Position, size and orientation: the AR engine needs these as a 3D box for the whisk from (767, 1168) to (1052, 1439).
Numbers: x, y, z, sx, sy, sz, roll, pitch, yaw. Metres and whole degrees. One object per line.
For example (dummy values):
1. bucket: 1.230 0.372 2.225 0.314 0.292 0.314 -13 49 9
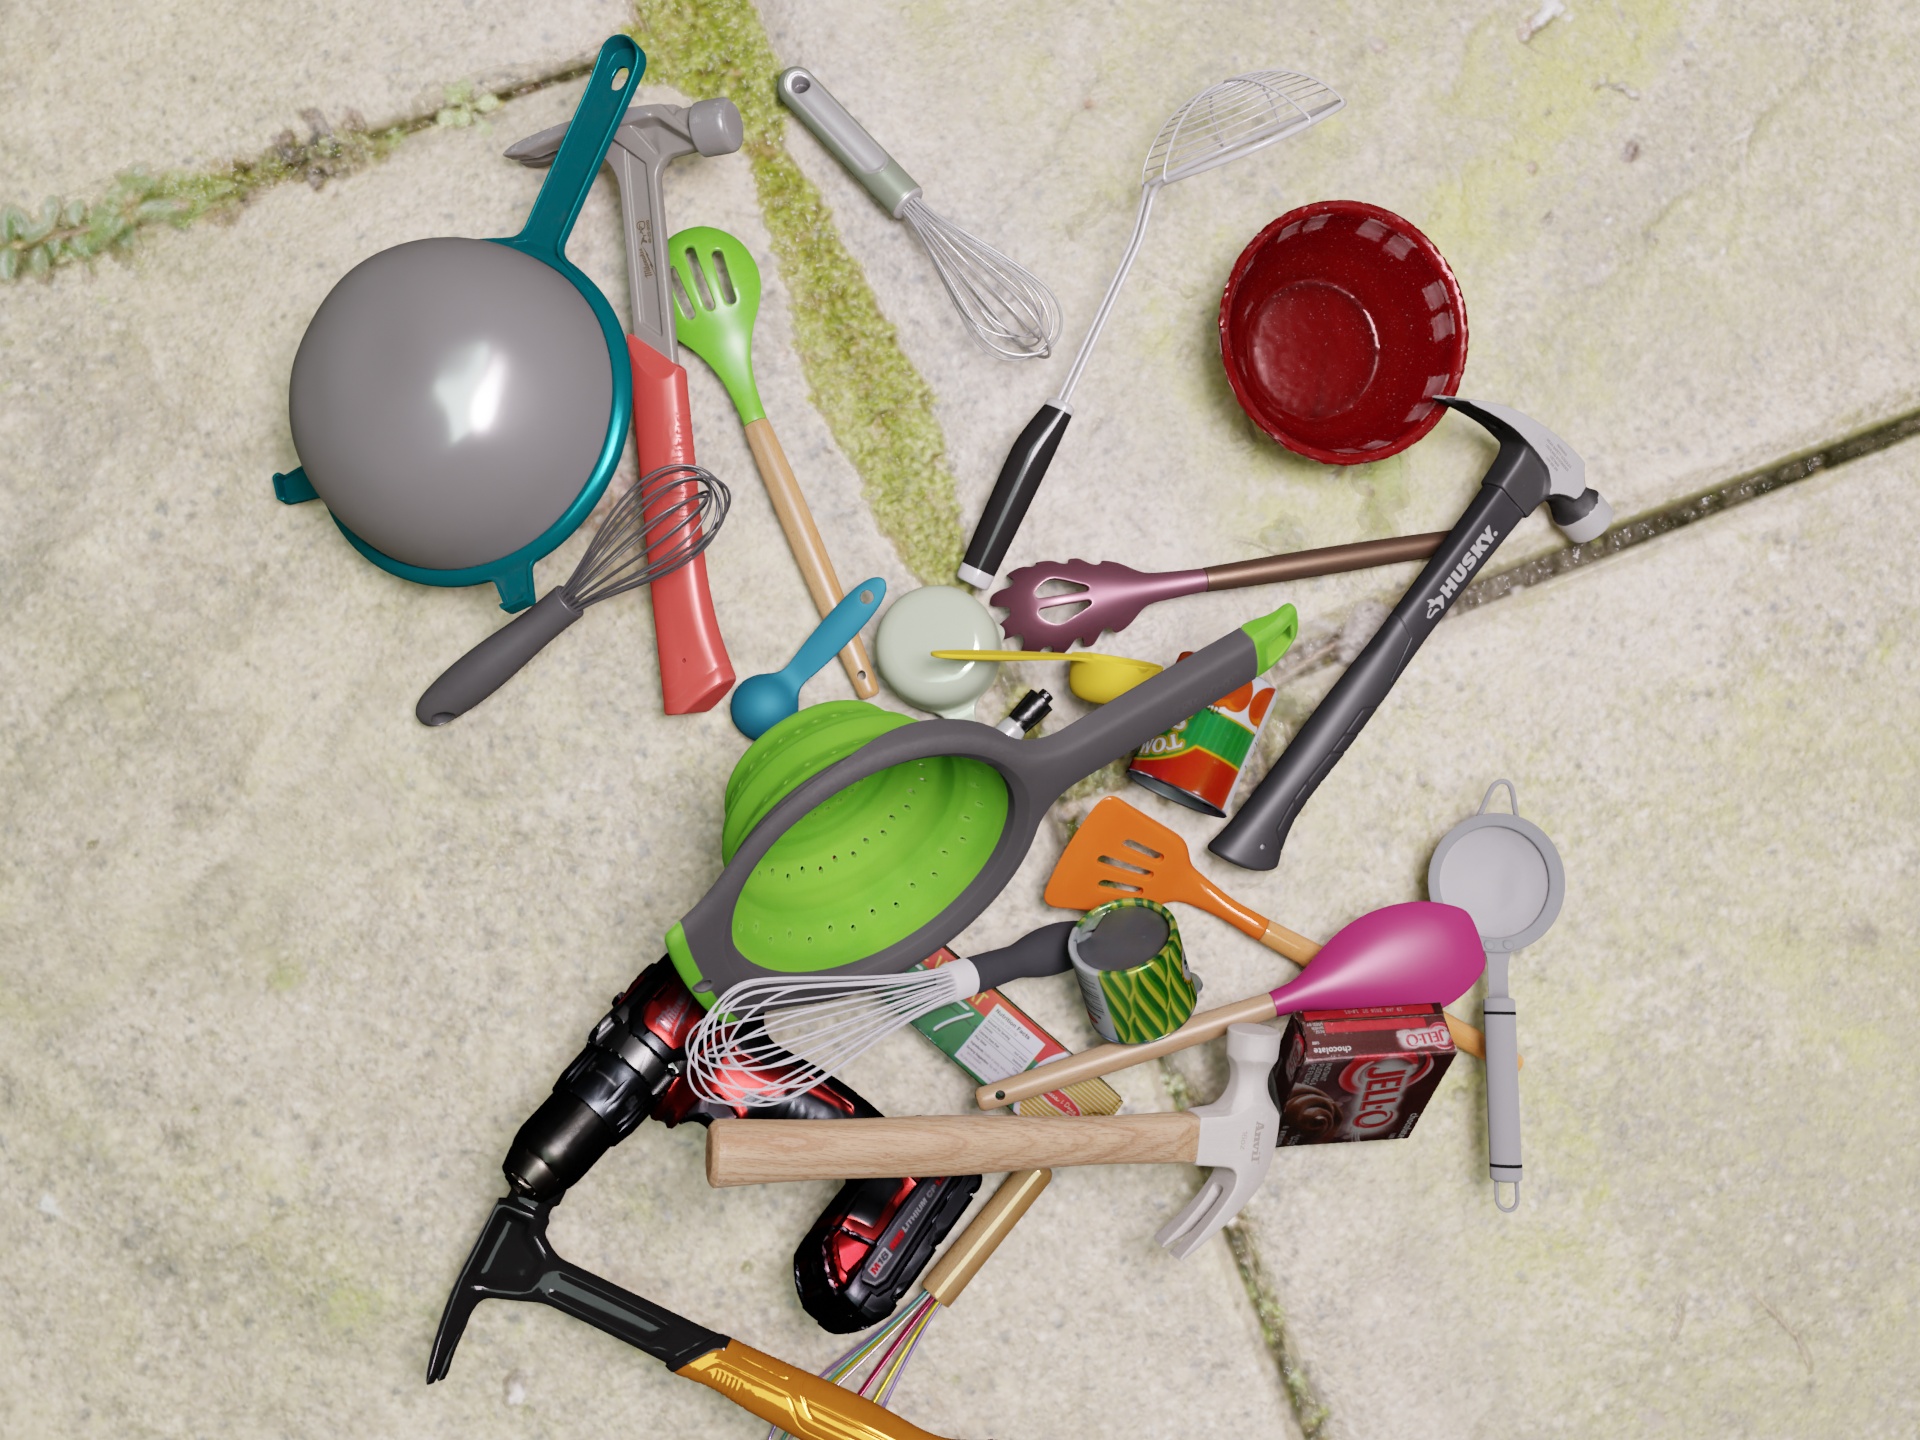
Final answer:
1. whisk: -0.027 0.360 0.939 0.051 0.047 0.245 41 80 0

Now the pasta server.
1. pasta server: 0.176 -0.091 0.999 0.316 0.040 0.060 -10 87 -10

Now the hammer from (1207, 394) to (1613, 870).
1. hammer: 0.263 -0.047 0.981 0.146 0.035 0.335 39 88 -27

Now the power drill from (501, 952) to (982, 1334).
1. power drill: -0.122 0.244 0.892 0.226 0.080 0.188 42 56 0

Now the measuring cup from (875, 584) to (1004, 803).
1. measuring cup: -0.002 -0.003 0.953 0.083 0.038 0.168 -18 77 4

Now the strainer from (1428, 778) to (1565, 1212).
1. strainer: 0.327 0.167 0.973 0.087 0.050 0.258 2 80 -4

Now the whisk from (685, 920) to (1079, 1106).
1. whisk: -0.027 0.156 0.896 0.284 0.070 0.070 -11 87 -37

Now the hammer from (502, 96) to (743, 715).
1. hammer: -0.187 -0.182 0.954 0.149 0.036 0.359 -5 92 19

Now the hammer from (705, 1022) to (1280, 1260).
1. hammer: 0.025 0.235 0.876 0.331 0.031 0.130 3 94 -20

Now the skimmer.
1. skimmer: 0.112 -0.235 0.977 0.090 0.127 0.363 25 95 -19

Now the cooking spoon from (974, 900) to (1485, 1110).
1. cooking spoon: 0.162 0.177 0.946 0.319 0.017 0.069 -17 84 -4

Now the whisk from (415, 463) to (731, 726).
1. whisk: -0.229 -0.069 0.922 0.239 0.055 0.055 -36 90 13

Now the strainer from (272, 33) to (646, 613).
1. strainer: -0.272 -0.244 0.892 0.211 0.095 0.340 25 91 18

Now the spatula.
1. spatula: 0.207 0.144 0.976 0.322 0.041 0.081 28 108 -4

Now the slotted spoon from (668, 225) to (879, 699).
1. slotted spoon: -0.114 -0.160 0.976 0.070 0.031 0.314 -22 90 0

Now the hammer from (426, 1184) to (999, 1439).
1. hammer: -0.129 0.375 0.896 0.337 0.034 0.127 22 72 6

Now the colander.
1. colander: 0.006 0.017 0.895 0.397 0.204 0.095 -30 54 -10

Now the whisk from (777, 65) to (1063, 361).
1. whisk: -0.027 -0.315 0.985 0.058 0.059 0.246 -42 86 -7

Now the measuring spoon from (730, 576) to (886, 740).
1. measuring spoon: -0.091 -0.038 0.958 0.042 0.021 0.128 43 97 2

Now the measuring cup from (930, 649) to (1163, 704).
1. measuring cup: 0.051 -0.025 0.946 0.156 0.062 0.029 2 100 -29
